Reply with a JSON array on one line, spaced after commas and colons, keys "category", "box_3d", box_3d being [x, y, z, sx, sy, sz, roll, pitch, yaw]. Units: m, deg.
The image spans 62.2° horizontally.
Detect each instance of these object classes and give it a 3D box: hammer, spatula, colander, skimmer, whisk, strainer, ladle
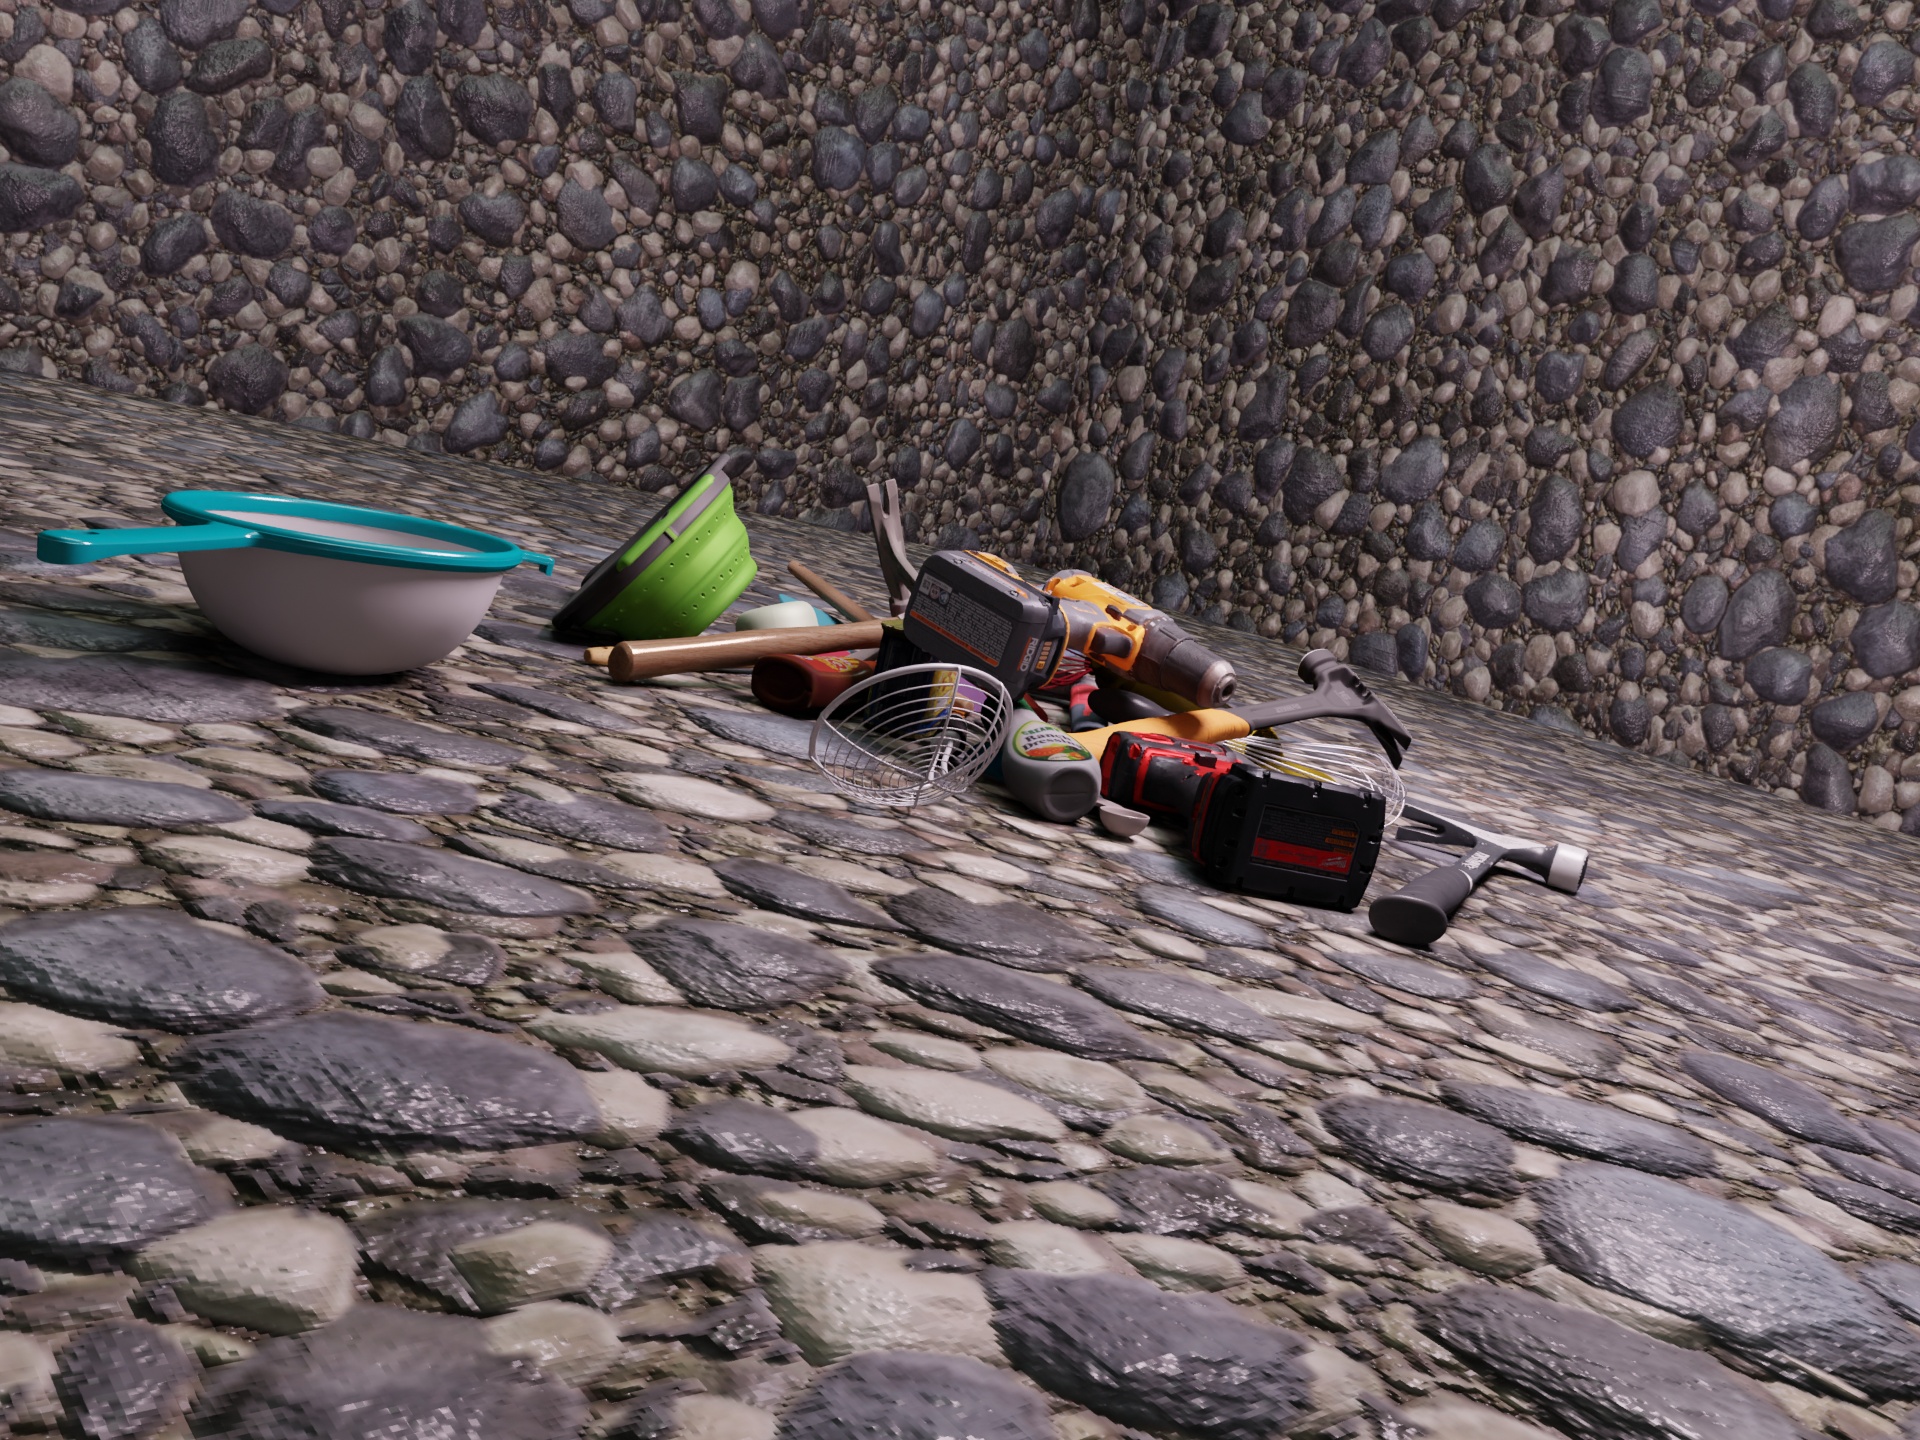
[{"category": "hammer", "box_3d": [0.104, -0.007, 1.471, 0.143, 0.038, 0.386, 13, 9, 2]}, {"category": "spatula", "box_3d": [-0.074, -0.084, 1.565, 0.059, 0.018, 0.316, 2, 28, -48]}, {"category": "hammer", "box_3d": [0.353, 0.110, 1.144, 0.149, 0.036, 0.408, 17, 10, 25]}, {"category": "colander", "box_3d": [-0.270, -0.120, 1.420, 0.094, 0.204, 0.397, 46, -17, -14]}, {"category": "hammer", "box_3d": [-0.139, -0.061, 1.288, 0.331, 0.130, 0.031, -10, 65, -45]}, {"category": "skimmer", "box_3d": [-0.023, -0.004, 1.098, 0.127, 0.090, 0.363, -20, 5, 5]}, {"category": "hammer", "box_3d": [-0.008, -0.091, 1.450, 0.036, 0.149, 0.359, -18, 34, -13]}, {"category": "whisk", "box_3d": [0.119, -0.057, 1.515, 0.073, 0.073, 0.295, 19, 6, 31]}, {"category": "hammer", "box_3d": [0.199, 0.011, 1.261, 0.336, 0.034, 0.127, -10, 44, -28]}, {"category": "strainer", "box_3d": [-0.404, -0.072, 0.936, 0.211, 0.095, 0.340, 13, 11, 12]}, {"category": "whisk", "box_3d": [0.240, 0.024, 1.327, 0.284, 0.070, 0.070, 19, 9, -5]}, {"category": "ladle", "box_3d": [-0.191, -0.051, 1.345, 0.069, 0.031, 0.315, 22, 14, 35]}, {"category": "spatula", "box_3d": [-0.075, -0.058, 1.474, 0.082, 0.044, 0.318, 23, 0, -36]}]

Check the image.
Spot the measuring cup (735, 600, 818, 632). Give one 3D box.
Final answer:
[{"category": "measuring cup", "box_3d": [-0.172, -0.089, 1.496, 0.083, 0.038, 0.167, -12, 4, -5]}]

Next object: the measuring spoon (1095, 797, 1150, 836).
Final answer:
[{"category": "measuring spoon", "box_3d": [0.099, 0.065, 1.117, 0.034, 0.018, 0.124, 10, 3, -14]}]

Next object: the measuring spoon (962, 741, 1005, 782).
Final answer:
[{"category": "measuring spoon", "box_3d": [0.045, 0.038, 1.156, 0.042, 0.021, 0.129, 8, 11, -32]}]

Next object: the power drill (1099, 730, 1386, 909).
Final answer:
[{"category": "power drill", "box_3d": [0.195, 0.059, 1.103, 0.143, 0.078, 0.220, 12, 7, -17]}]

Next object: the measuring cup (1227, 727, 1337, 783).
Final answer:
[{"category": "measuring cup", "box_3d": [0.288, 0.047, 1.421, 0.029, 0.062, 0.156, 3, -13, 46]}]

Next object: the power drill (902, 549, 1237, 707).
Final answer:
[{"category": "power drill", "box_3d": [0.091, -0.062, 1.215, 0.185, 0.084, 0.226, 33, 21, 36]}]

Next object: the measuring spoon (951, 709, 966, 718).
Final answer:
[{"category": "measuring spoon", "box_3d": [-0.002, -0.004, 1.396, 0.021, 0.011, 0.117, 10, 5, 5]}]
